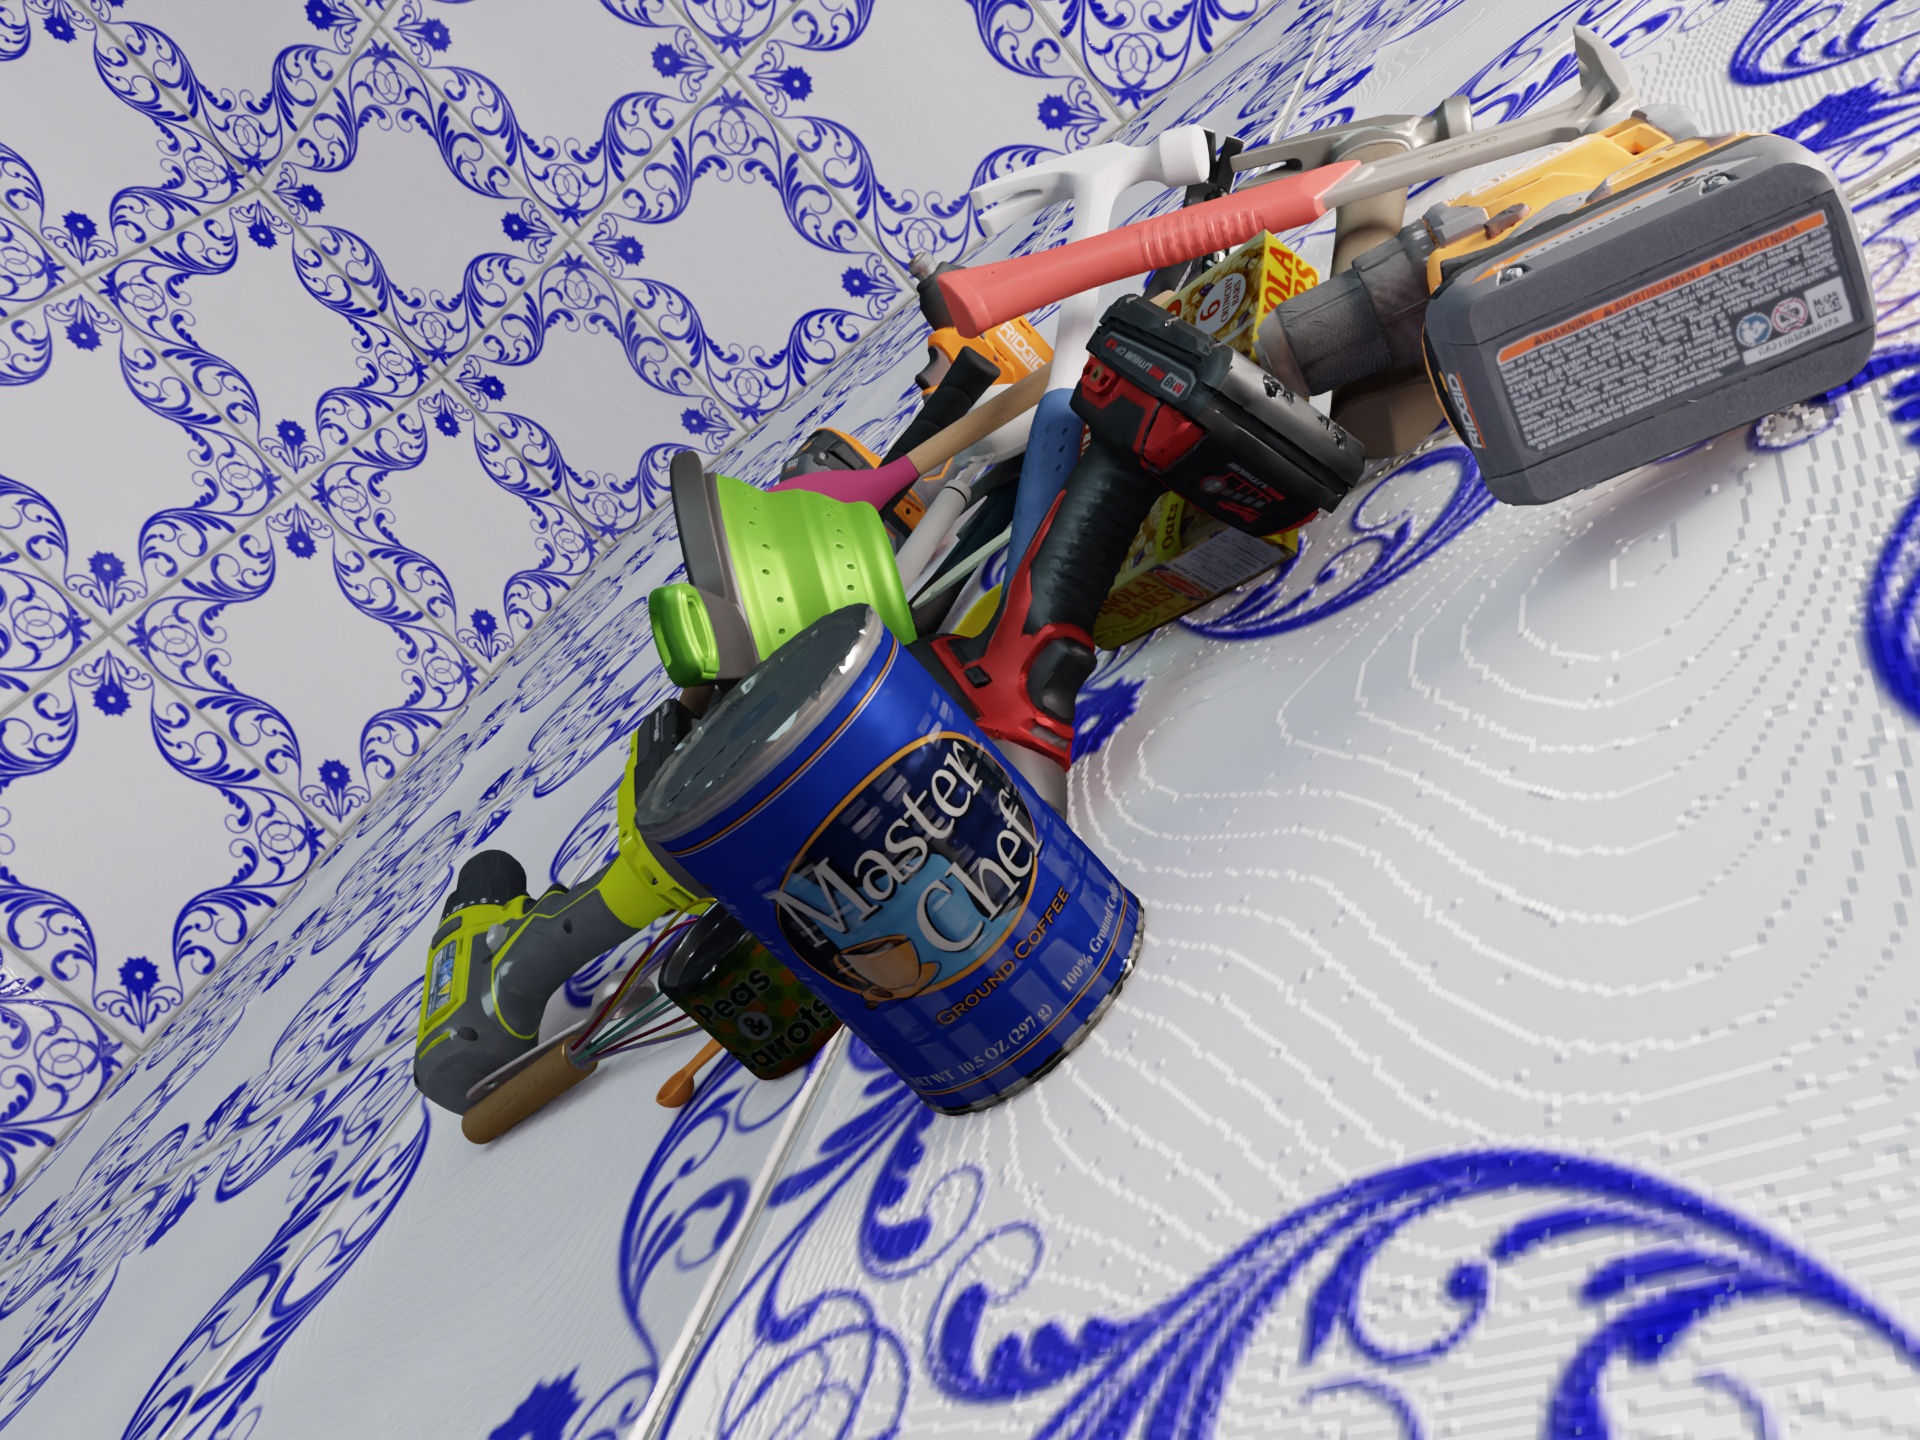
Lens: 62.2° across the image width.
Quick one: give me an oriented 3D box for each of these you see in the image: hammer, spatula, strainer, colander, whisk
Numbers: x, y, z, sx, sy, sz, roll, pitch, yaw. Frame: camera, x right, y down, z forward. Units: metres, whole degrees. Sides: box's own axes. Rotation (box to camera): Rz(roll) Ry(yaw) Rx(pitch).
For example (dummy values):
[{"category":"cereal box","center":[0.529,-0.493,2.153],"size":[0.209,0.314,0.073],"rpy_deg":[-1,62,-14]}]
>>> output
[{"category":"hammer","center":[0.116,-0.255,1.031],"size":[0.146,0.035,0.335],"rpy_deg":[100,-166,-48]},{"category":"spatula","center":[-0.175,0.014,0.994],"size":[0.315,0.018,0.060],"rpy_deg":[127,156,-61]},{"category":"hammer","center":[0.203,-0.240,0.834],"size":[0.146,0.038,0.411],"rpy_deg":[-8,33,19]},{"category":"hammer","center":[0.161,-0.272,0.833],"size":[0.359,0.036,0.149],"rpy_deg":[-12,37,19]},{"category":"strainer","center":[0.001,-0.154,1.033],"size":[0.087,0.050,0.258],"rpy_deg":[-3,44,40]},{"category":"colander","center":[-0.069,-0.044,0.723],"size":[0.094,0.204,0.397],"rpy_deg":[-16,2,-2]},{"category":"whisk","center":[-0.177,0.153,0.789],"size":[0.245,0.047,0.051],"rpy_deg":[-36,19,31]},{"category":"hammer","center":[-0.015,-0.079,1.004],"size":[0.128,0.033,0.331],"rpy_deg":[-22,26,48]},{"category":"hammer","center":[0.052,-0.181,0.868],"size":[0.144,0.035,0.406],"rpy_deg":[-5,53,21]},{"category":"hammer","center":[-0.100,-0.101,1.105],"size":[0.408,0.036,0.149],"rpy_deg":[-48,14,33]}]

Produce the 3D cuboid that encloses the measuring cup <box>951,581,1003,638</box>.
[{"category":"measuring cup","center":[-0.001,-0.003,0.819],"size":[0.062,0.029,0.157],"rpy_deg":[-19,40,59]}]

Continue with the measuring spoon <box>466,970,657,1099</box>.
[{"category":"measuring spoon","center":[-0.213,0.164,0.837],"size":[0.124,0.034,0.018],"rpy_deg":[-33,62,12]}]

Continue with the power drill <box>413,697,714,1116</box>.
[{"category":"power drill","center":[-0.218,0.094,0.911],"size":[0.228,0.080,0.191],"rpy_deg":[-39,33,14]}]

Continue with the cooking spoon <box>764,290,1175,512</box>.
[{"category":"cooking spoon","center":[-0.007,-0.162,0.929],"size":[0.319,0.068,0.017],"rpy_deg":[-33,34,-3]}]

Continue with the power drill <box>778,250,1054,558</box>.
[{"category":"power drill","center":[-0.031,-0.232,1.194],"size":[0.226,0.164,0.084],"rpy_deg":[-49,18,-14]}]

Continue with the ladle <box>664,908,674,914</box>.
[{"category":"ladle","center":[-0.141,0.020,1.064],"size":[0.069,0.031,0.316],"rpy_deg":[-32,18,30]}]

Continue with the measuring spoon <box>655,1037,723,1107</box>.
[{"category":"measuring spoon","center":[-0.088,0.130,0.704],"size":[0.117,0.011,0.021],"rpy_deg":[-42,15,-12]}]

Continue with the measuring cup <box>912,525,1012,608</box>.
[{"category":"measuring cup","center":[0.040,-0.094,0.908],"size":[0.167,0.038,0.083],"rpy_deg":[-31,20,35]}]

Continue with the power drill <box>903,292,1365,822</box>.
[{"category":"power drill","center":[0.051,-0.046,0.632],"size":[0.219,0.078,0.143],"rpy_deg":[-56,31,13]}]

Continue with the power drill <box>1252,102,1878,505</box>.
[{"category":"power drill","center":[0.198,-0.150,0.573],"size":[0.185,0.084,0.226],"rpy_deg":[-22,20,17]}]
